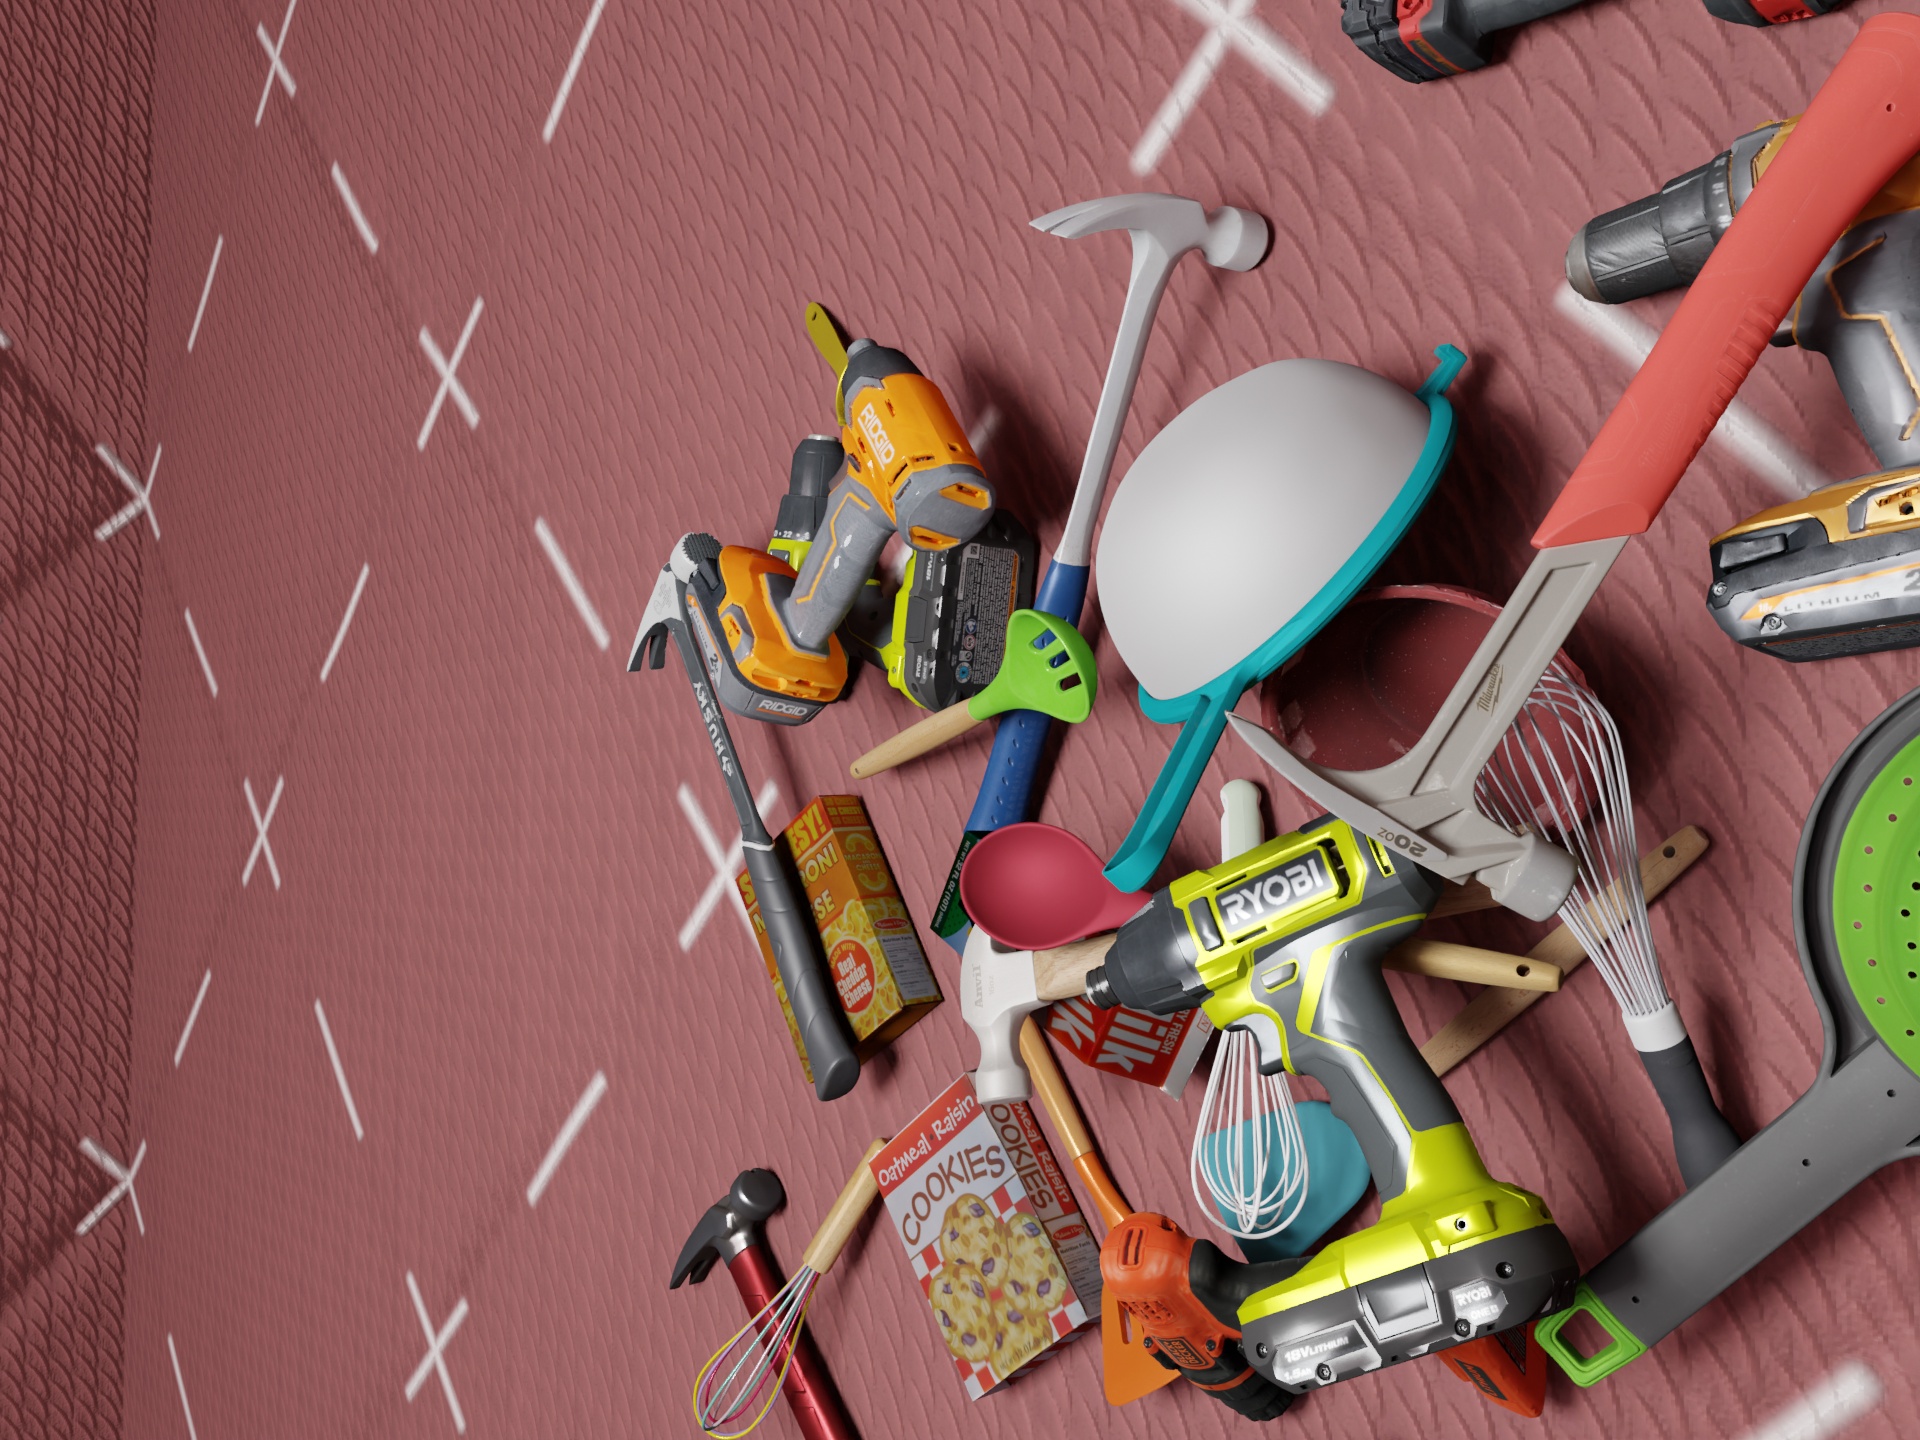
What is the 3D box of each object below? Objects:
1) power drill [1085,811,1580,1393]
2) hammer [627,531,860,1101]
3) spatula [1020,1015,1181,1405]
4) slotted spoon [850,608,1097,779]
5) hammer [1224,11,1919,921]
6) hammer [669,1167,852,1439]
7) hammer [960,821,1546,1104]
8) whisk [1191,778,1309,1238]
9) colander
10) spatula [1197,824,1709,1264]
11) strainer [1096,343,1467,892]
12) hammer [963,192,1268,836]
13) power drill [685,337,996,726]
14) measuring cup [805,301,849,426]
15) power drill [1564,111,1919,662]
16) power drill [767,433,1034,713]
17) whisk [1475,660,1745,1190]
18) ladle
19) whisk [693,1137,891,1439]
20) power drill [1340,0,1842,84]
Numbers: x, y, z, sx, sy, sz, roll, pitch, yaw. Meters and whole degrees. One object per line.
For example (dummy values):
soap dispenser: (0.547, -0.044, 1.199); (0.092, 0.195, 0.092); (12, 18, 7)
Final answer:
power drill: (0.155, 0.165, 0.697); (0.171, 0.080, 0.223); (-29, 62, 23)
hammer: (-0.154, 0.074, 1.139); (0.149, 0.036, 0.409); (-46, 59, 48)
spatula: (0.060, 0.244, 0.970); (0.081, 0.041, 0.323); (-41, 58, 23)
slotted spoon: (-0.002, -0.003, 0.960); (0.070, 0.031, 0.314); (59, 150, -2)
hammer: (0.254, -0.107, 0.613); (0.149, 0.037, 0.359); (31, 96, 2)
hammer: (-0.099, 0.520, 1.128); (0.143, 0.038, 0.387); (-56, 52, 30)
hammer: (0.137, 0.107, 0.818); (0.331, 0.031, 0.130); (-20, 66, 32)
whisk: (0.151, 0.146, 0.842); (0.059, 0.057, 0.246); (0, 65, 6)
colander: (0.352, 0.131, 0.578); (0.205, 0.094, 0.397); (47, 114, 21)
spatula: (0.240, 0.158, 0.783); (0.317, 0.044, 0.082); (-53, 45, 30)
strainer: (0.108, -0.066, 0.742); (0.095, 0.340, 0.211); (41, 138, -10)
hammer: (0.063, -0.105, 0.937); (0.035, 0.144, 0.405); (40, 123, 47)
power drill: (-0.082, -0.123, 1.001); (0.226, 0.084, 0.164); (-48, 49, 30)
measuring cup: (-0.079, -0.263, 1.160); (0.062, 0.029, 0.157); (-58, 39, 27)
power drill: (0.348, -0.142, 0.658); (0.185, 0.084, 0.226); (-10, 76, 46)
power drill: (-0.056, -0.098, 1.084); (0.229, 0.080, 0.190); (12, 98, 49)
whisk: (0.283, 0.101, 0.680); (0.070, 0.070, 0.284); (-21, 95, 44)
ladle: (0.135, 0.099, 0.784); (0.315, 0.031, 0.069); (6, 76, 36)
whisk: (-0.116, 0.395, 1.106); (0.047, 0.051, 0.245); (34, 94, 40)
power drill: (0.297, -0.401, 0.728); (0.227, 0.080, 0.188); (6, 92, 44)
